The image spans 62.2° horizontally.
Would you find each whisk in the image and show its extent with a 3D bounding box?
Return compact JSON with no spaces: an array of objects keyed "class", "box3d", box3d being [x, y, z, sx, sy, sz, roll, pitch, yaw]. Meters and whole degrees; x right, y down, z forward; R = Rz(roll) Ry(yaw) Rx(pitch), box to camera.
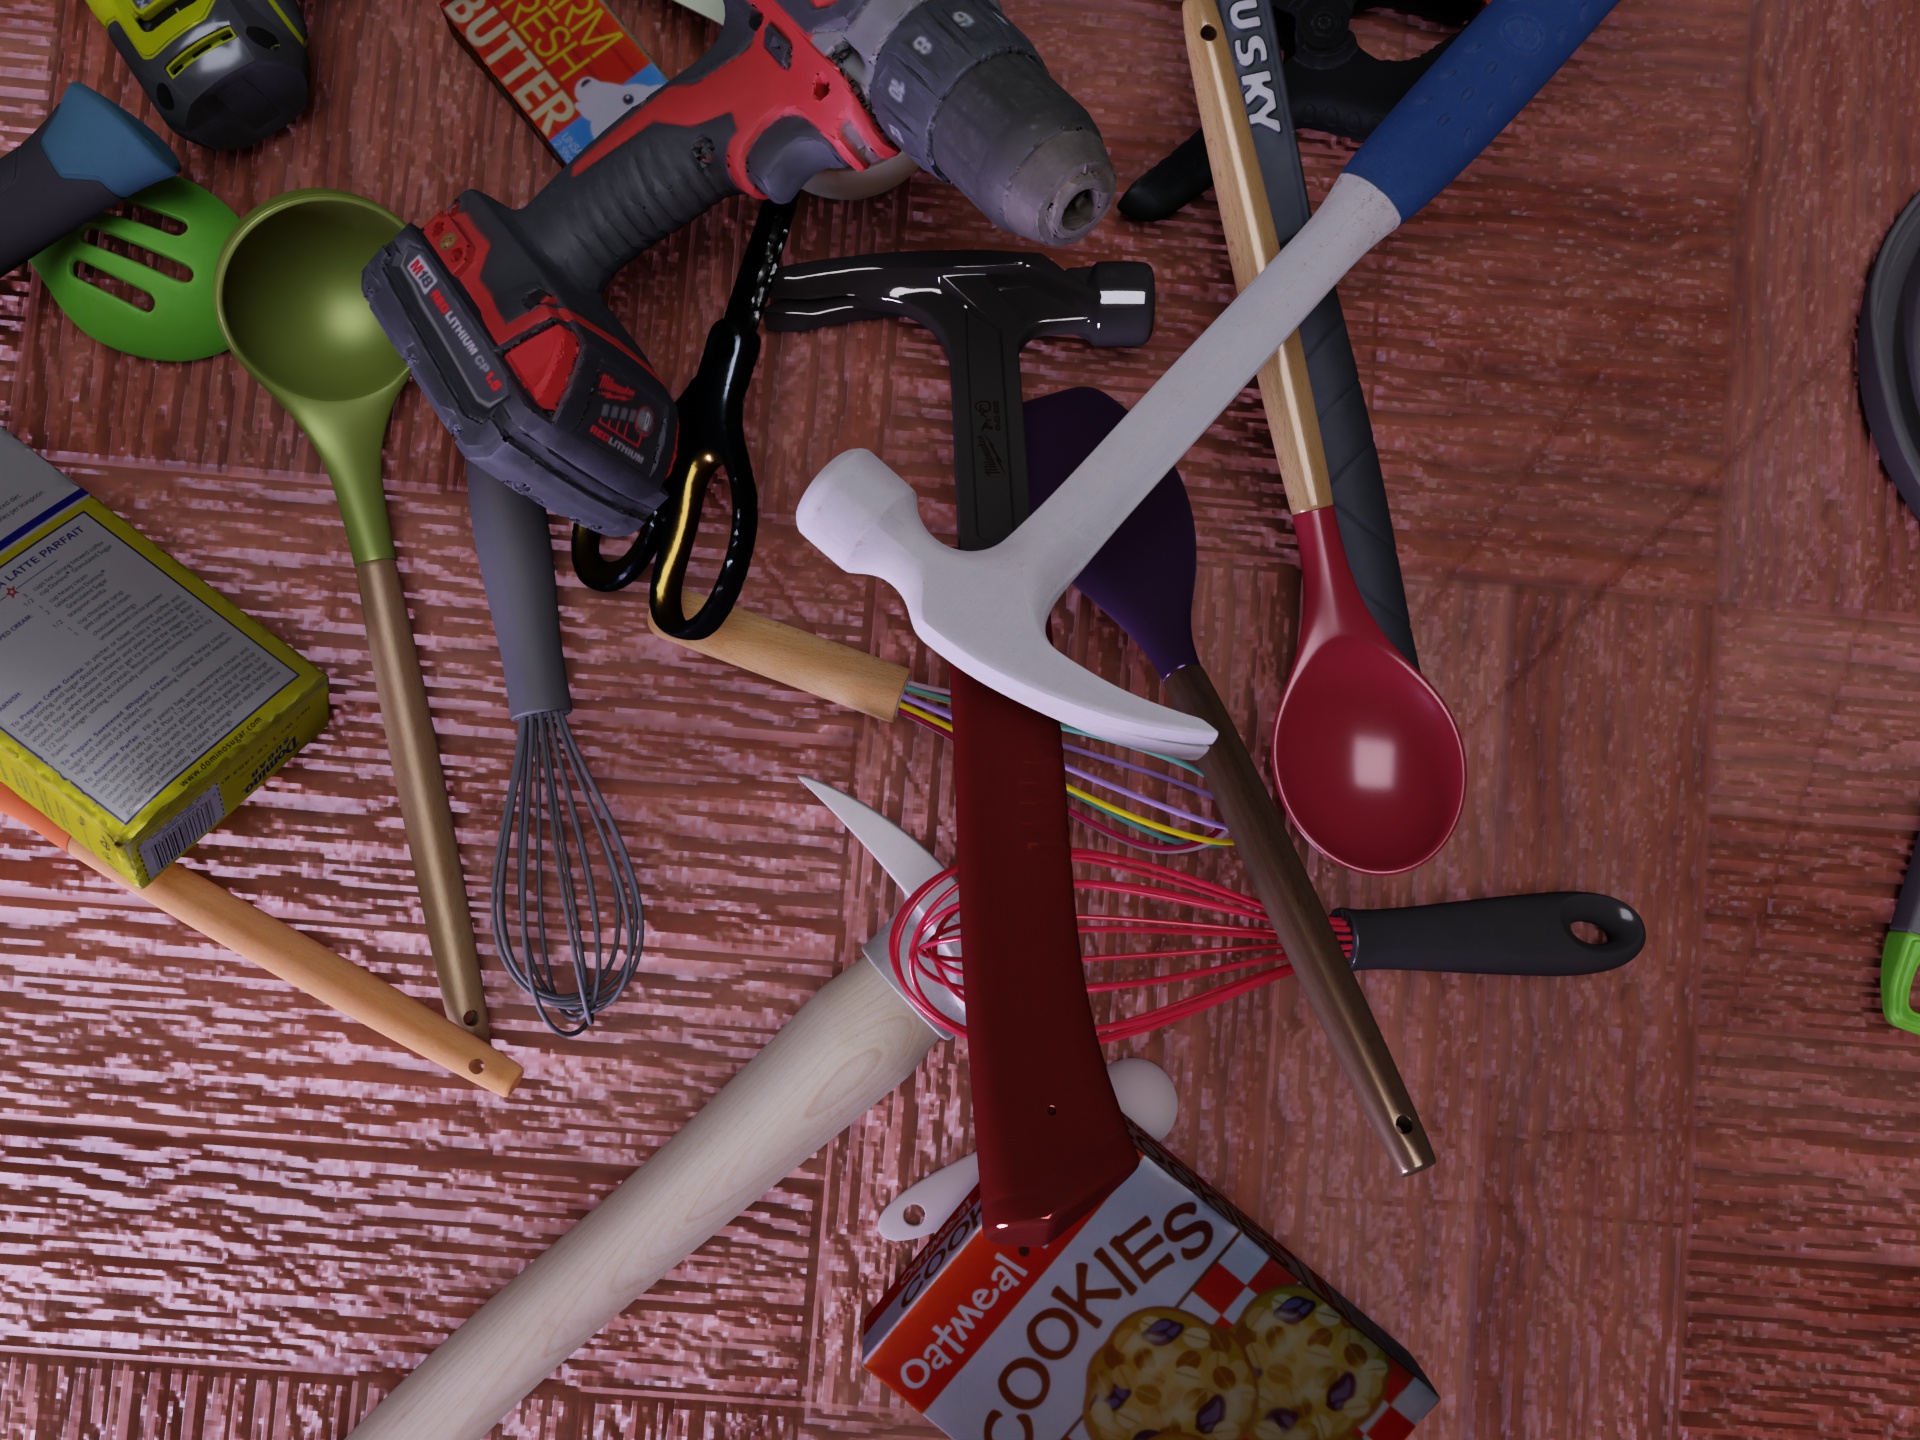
[{"class":"whisk","box3d":[-0.157,-0.004,0.586,0.055,0.055,0.239,-10,82,-3]},{"class":"whisk","box3d":[-0.001,-0.003,0.599,0.245,0.051,0.047,20,65,3]},{"class":"whisk","box3d":[0.118,0.078,0.568,0.295,0.073,0.073,1,86,-16]}]

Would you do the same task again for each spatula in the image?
[{"class":"spatula","box3d":[-0.302,0.054,0.575,0.322,0.041,0.081,28,85,3]},{"class":"spatula","box3d":[0.090,0.005,0.557,0.060,0.018,0.316,-17,65,-9]}]

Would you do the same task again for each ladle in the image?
[{"class":"ladle","box3d":[-0.207,-0.034,0.583,0.078,0.062,0.320,-11,90,-28]},{"class":"ladle","box3d":[0.119,-0.100,0.566,0.069,0.031,0.315,-14,93,-2]}]

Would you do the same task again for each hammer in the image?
[{"class":"hammer","box3d":[0.134,-0.162,0.529,0.144,0.035,0.405,41,77,7]},{"class":"hammer","box3d":[-0.148,0.201,0.578,0.410,0.038,0.146,-43,87,-4]},{"class":"hammer","box3d":[0.124,-0.181,0.589,0.149,0.036,0.409,-13,95,1]},{"class":"hammer","box3d":[-0.431,-0.129,0.574,0.331,0.033,0.128,-31,89,3]},{"class":"hammer","box3d":[0.005,-0.014,0.528,0.149,0.036,0.359,-2,62,-1]}]

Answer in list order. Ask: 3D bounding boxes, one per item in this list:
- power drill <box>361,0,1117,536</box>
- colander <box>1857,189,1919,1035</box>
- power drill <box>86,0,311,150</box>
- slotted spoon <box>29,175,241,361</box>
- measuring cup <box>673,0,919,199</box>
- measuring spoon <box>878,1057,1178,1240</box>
[{"class":"power drill","box3d":[-0.073,-0.166,0.529,0.226,0.080,0.188,-42,63,10]},{"class":"colander","box3d":[0.433,-0.069,0.588,0.204,0.094,0.397,20,86,-1]},{"class":"power drill","box3d":[-0.242,-0.344,0.592,0.223,0.080,0.171,-33,88,-1]},{"class":"slotted spoon","box3d":[-0.416,-0.214,0.601,0.314,0.031,0.070,20,88,1]},{"class":"measuring cup","box3d":[-0.080,-0.262,0.614,0.167,0.038,0.083,35,85,8]},{"class":"measuring spoon","box3d":[0.025,0.165,0.595,0.124,0.018,0.034,-26,88,-3]}]
